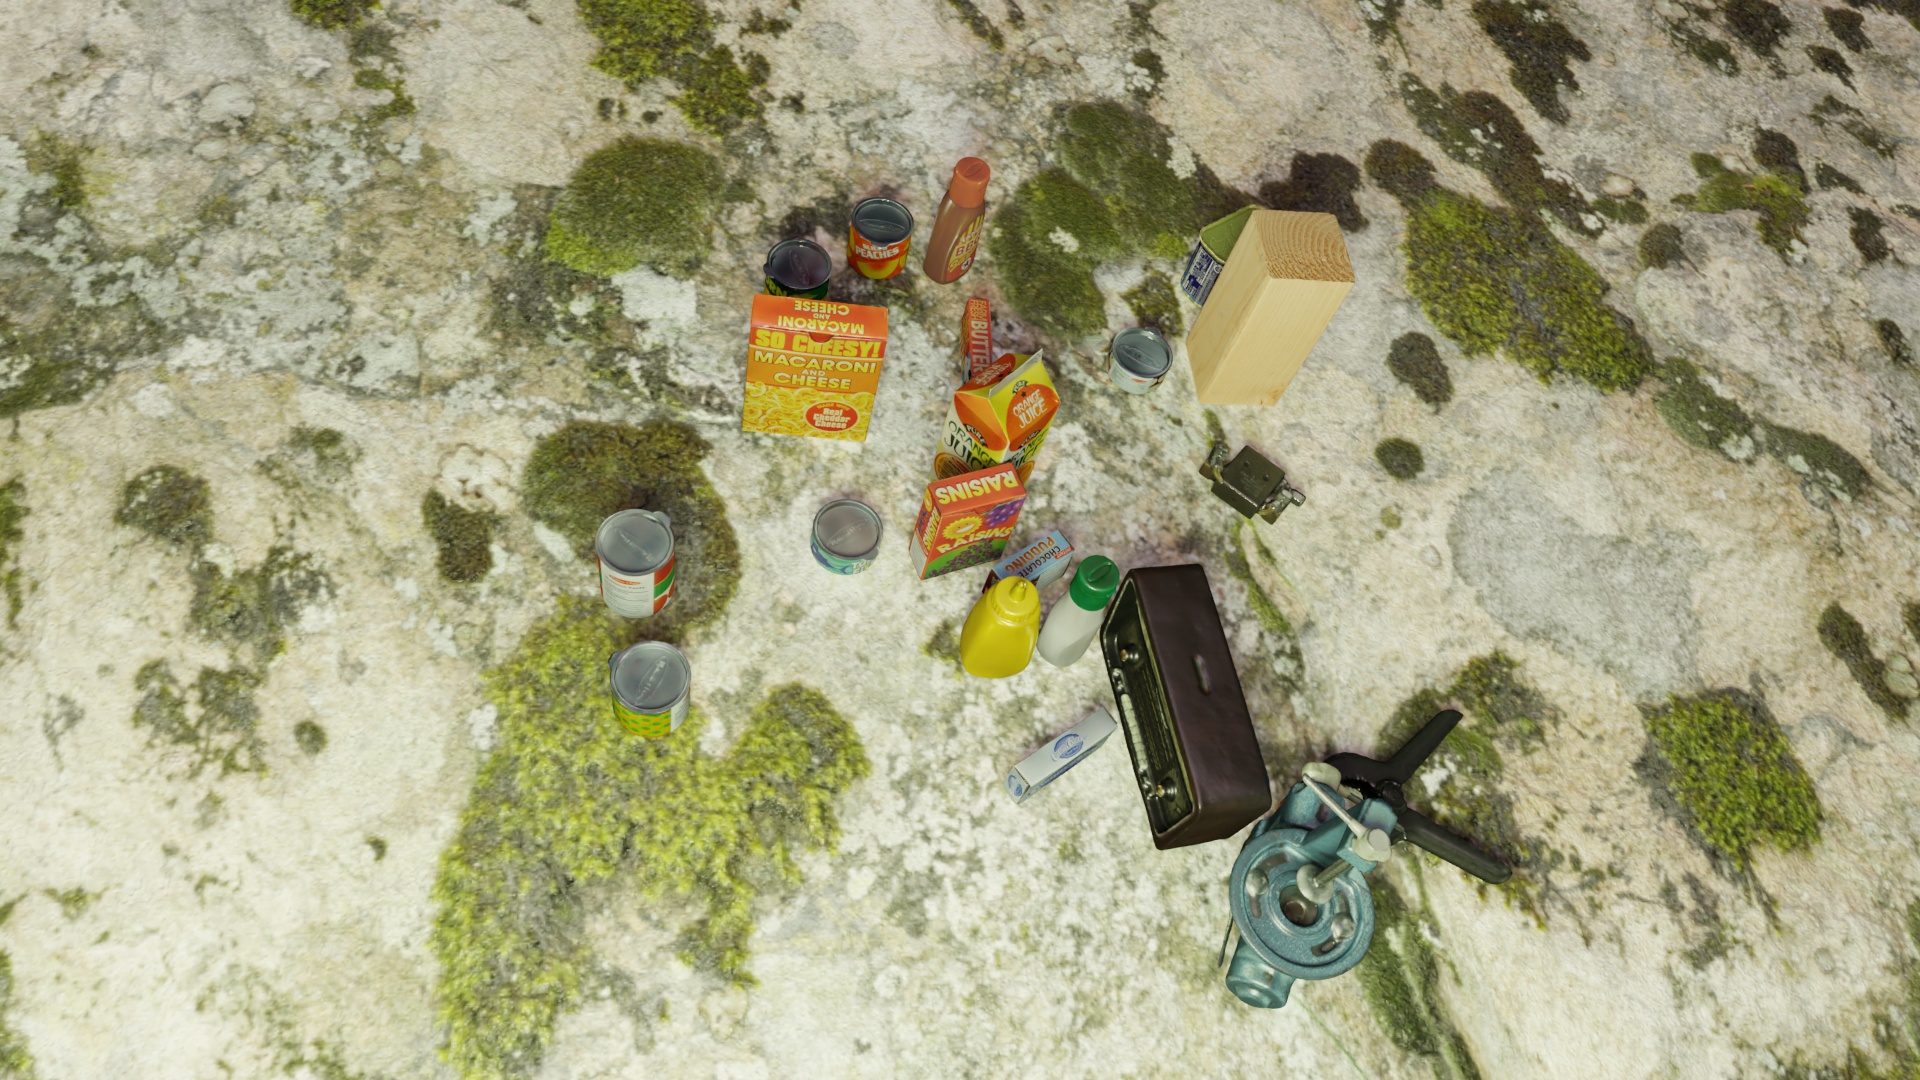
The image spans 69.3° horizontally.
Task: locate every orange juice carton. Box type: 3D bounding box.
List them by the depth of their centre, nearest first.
[{"bbox_3d":[0.033,-0.103,1.292,0.073,0.191,0.072,44,61,14],"label":"orange juice carton"}]

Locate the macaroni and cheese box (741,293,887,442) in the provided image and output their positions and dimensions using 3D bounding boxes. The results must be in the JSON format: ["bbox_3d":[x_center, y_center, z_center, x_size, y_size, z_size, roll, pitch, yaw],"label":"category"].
[{"bbox_3d":[-0.139,-0.158,1.303,0.124,0.165,0.040,5,60,-9],"label":"macaroni and cheese box"}]

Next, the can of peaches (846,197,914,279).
[{"bbox_3d":[-0.086,-0.318,1.472,0.071,0.057,0.071,5,59,-9],"label":"can of peaches"}]

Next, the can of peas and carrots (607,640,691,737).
[{"bbox_3d":[-0.264,0.126,1.174,0.071,0.058,0.071,5,59,-9],"label":"can of peas and carrots"}]

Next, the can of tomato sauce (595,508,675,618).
[{"bbox_3d":[-0.283,0.020,1.218,0.071,0.082,0.071,5,59,-9],"label":"can of tomato sauce"}]

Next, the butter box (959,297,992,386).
[{"bbox_3d":[0.016,-0.193,1.423,0.024,0.053,0.104,4,60,-10],"label":"butter box"}]

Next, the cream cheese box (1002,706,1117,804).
[{"bbox_3d":[0.087,0.188,1.214,0.104,0.053,0.024,-30,70,-25],"label":"cream cheese box"}]

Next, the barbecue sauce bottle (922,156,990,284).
[{"bbox_3d":[-0.001,-0.334,1.446,0.044,0.147,0.065,39,60,11],"label":"barbecue sauce bottle"}]

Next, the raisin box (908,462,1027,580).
[{"bbox_3d":[0.005,-0.016,1.276,0.086,0.122,0.040,-14,64,-19],"label":"raisin box"}]

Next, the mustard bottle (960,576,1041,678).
[{"bbox_3d":[0.041,0.070,1.211,0.065,0.159,0.049,3,60,-10],"label":"mustard bottle"}]

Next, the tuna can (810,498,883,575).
[{"bbox_3d":[-0.105,-0.001,1.297,0.071,0.032,0.071,5,59,-9],"label":"tuna can"}]

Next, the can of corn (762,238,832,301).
[{"bbox_3d":[-0.170,-0.265,1.423,0.071,0.058,0.071,5,59,-9],"label":"can of corn"}]

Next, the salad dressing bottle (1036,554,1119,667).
[{"bbox_3d":[0.106,0.063,1.237,0.064,0.147,0.044,-34,72,-26],"label":"salad dressing bottle"}]

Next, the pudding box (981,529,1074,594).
[{"bbox_3d":[0.064,0.029,1.305,0.084,0.049,0.030,-30,70,-25],"label":"pudding box"}]

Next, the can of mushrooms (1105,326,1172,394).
[{"bbox_3d":[0.190,-0.191,1.470,0.071,0.033,0.071,5,59,-9],"label":"can of mushrooms"}]
